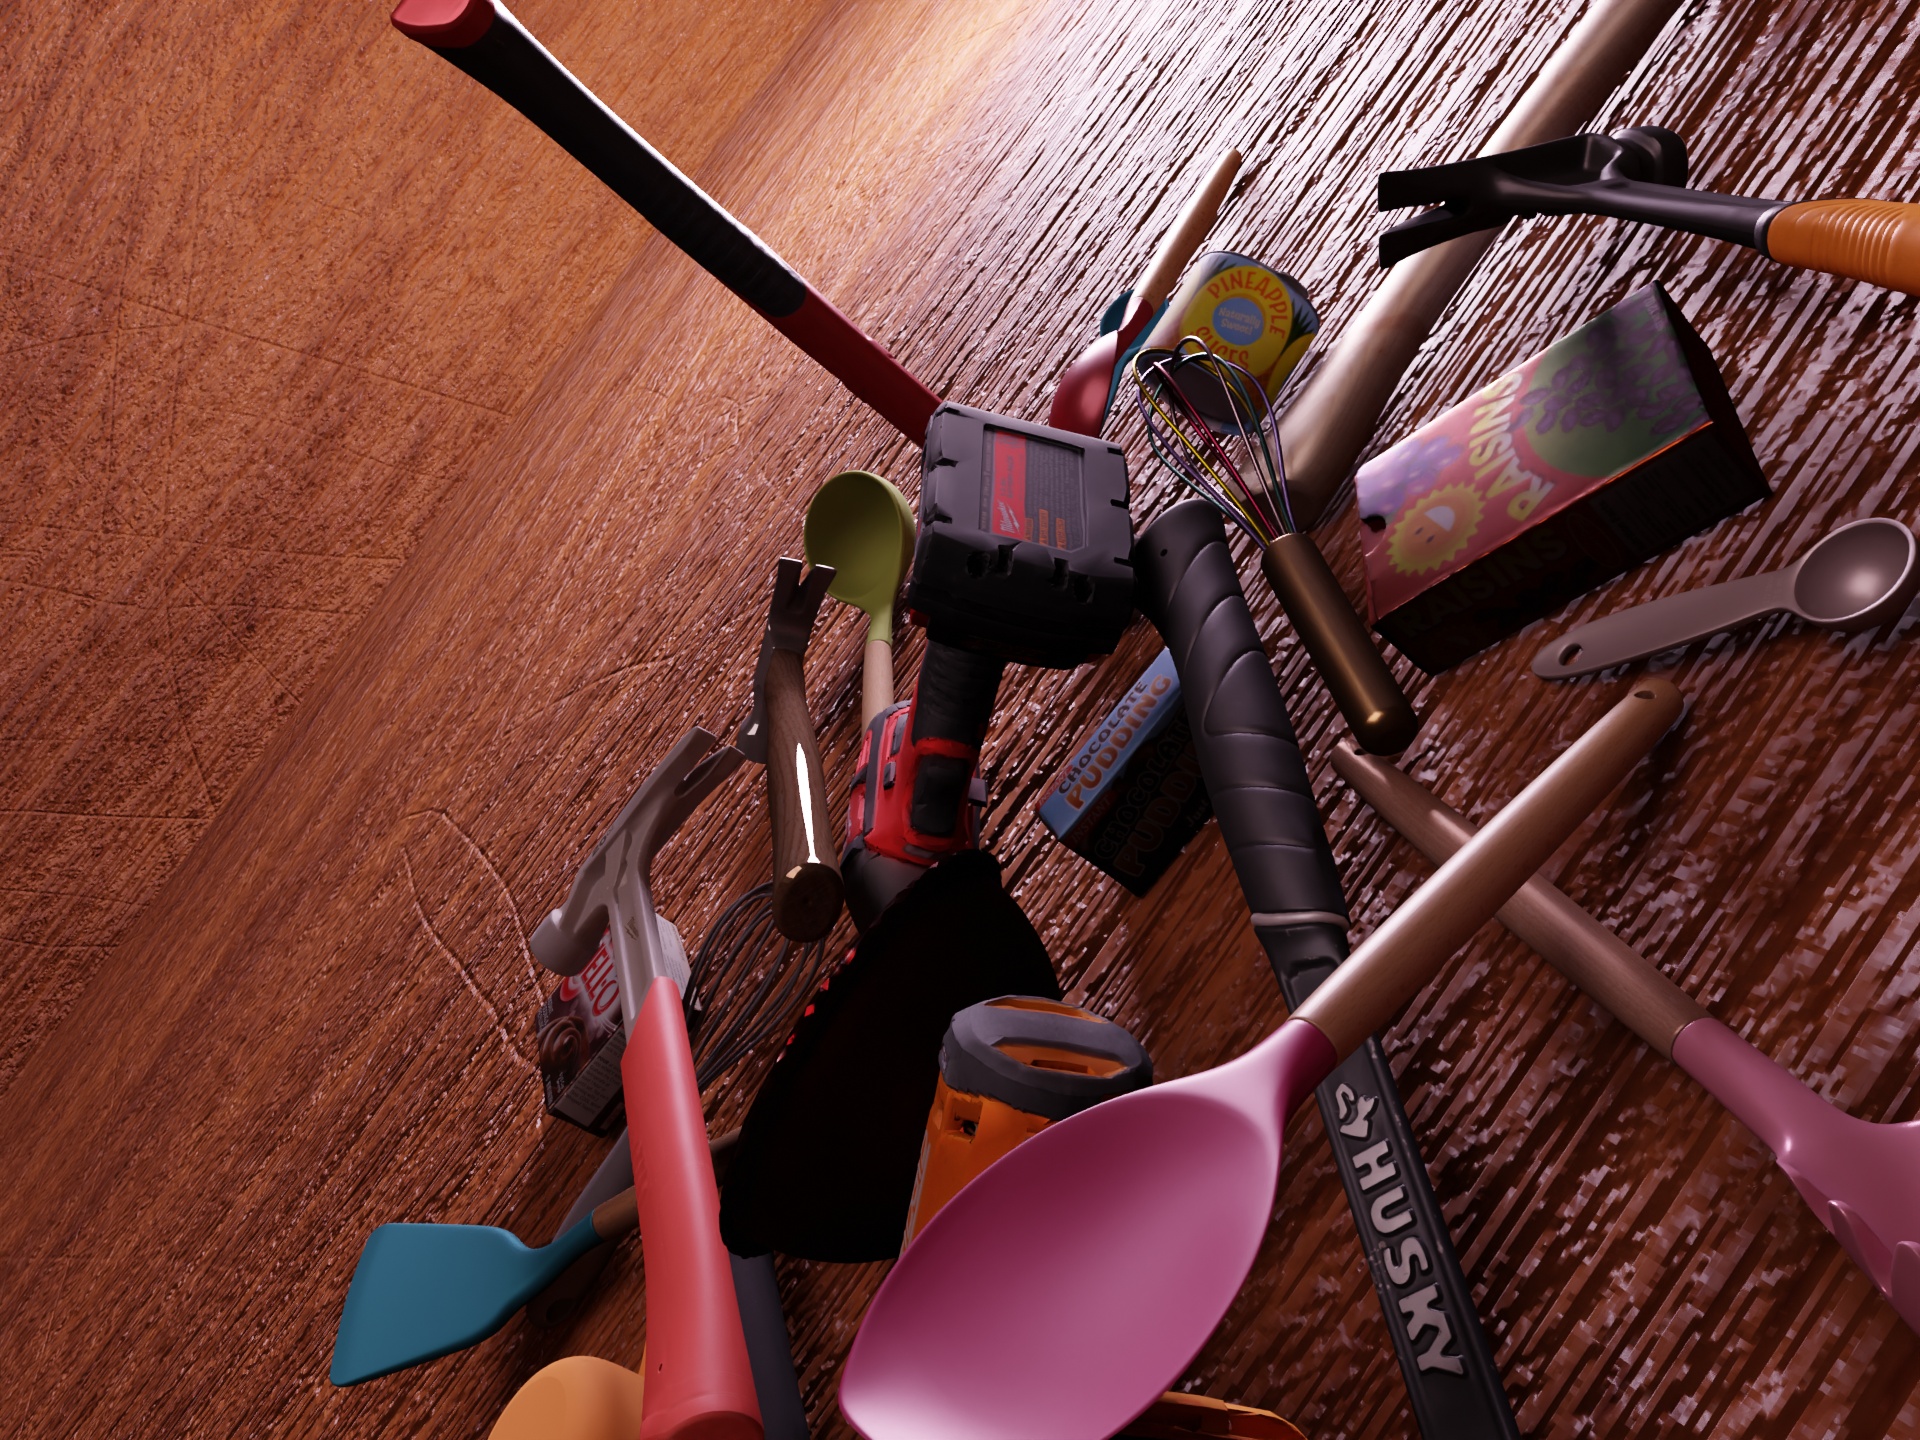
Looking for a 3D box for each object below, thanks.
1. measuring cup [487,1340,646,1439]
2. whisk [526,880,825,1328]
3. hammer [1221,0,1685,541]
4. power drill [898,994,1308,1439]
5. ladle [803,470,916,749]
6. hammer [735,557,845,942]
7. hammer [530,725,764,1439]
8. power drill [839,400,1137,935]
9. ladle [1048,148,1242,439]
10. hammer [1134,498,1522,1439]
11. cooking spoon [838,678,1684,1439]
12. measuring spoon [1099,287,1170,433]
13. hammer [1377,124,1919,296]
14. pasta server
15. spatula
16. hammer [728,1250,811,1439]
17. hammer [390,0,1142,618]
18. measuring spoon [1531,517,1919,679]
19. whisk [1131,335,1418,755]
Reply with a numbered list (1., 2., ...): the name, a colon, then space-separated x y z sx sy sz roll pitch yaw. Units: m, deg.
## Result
1. measuring cup: -0.148 0.265 0.651 0.095 0.052 0.174 -31 35 36
2. whisk: -0.136 0.181 0.750 0.239 0.055 0.055 -59 27 -2
3. hammer: 0.241 -0.251 0.682 0.410 0.038 0.146 -53 25 0
4. power drill: 0.019 0.186 0.395 0.227 0.084 0.164 -109 29 -76
5. ladle: -0.054 -0.027 0.856 0.078 0.062 0.320 -44 30 29
6. hammer: -0.081 0.012 0.769 0.331 0.031 0.130 -112 34 -68
7. hammer: -0.121 0.145 0.669 0.149 0.036 0.359 -50 31 13
8. power drill: -0.001 -0.002 0.641 0.143 0.078 0.219 -87 12 -49
9. ladle: 0.102 -0.226 0.827 0.069 0.031 0.316 111 -174 -49
10. hammer: 0.105 0.070 0.451 0.149 0.036 0.409 -37 38 26
11. cooking spoon: 0.098 0.063 0.377 0.319 0.017 0.069 -33 30 -35
12. measuring spoon: 0.082 -0.176 0.868 0.042 0.021 0.128 18 81 39
13. hammer: 0.265 -0.138 0.461 0.127 0.034 0.337 -16 28 -16
14. pasta server: 0.173 0.062 0.410 0.060 0.040 0.316 -11 24 -11
15. spatula: -0.144 0.205 0.690 0.317 0.044 0.082 -32 33 20
16. hammer: -0.047 0.278 0.501 0.146 0.035 0.335 -49 27 8
17. hammer: -0.072 -0.177 0.695 0.038 0.386 0.143 -52 27 2
18. measuring spoon: 0.223 -0.028 0.470 0.124 0.018 0.034 -21 40 56
19. whisk: 0.113 -0.076 0.607 0.051 0.047 0.245 -39 41 21
